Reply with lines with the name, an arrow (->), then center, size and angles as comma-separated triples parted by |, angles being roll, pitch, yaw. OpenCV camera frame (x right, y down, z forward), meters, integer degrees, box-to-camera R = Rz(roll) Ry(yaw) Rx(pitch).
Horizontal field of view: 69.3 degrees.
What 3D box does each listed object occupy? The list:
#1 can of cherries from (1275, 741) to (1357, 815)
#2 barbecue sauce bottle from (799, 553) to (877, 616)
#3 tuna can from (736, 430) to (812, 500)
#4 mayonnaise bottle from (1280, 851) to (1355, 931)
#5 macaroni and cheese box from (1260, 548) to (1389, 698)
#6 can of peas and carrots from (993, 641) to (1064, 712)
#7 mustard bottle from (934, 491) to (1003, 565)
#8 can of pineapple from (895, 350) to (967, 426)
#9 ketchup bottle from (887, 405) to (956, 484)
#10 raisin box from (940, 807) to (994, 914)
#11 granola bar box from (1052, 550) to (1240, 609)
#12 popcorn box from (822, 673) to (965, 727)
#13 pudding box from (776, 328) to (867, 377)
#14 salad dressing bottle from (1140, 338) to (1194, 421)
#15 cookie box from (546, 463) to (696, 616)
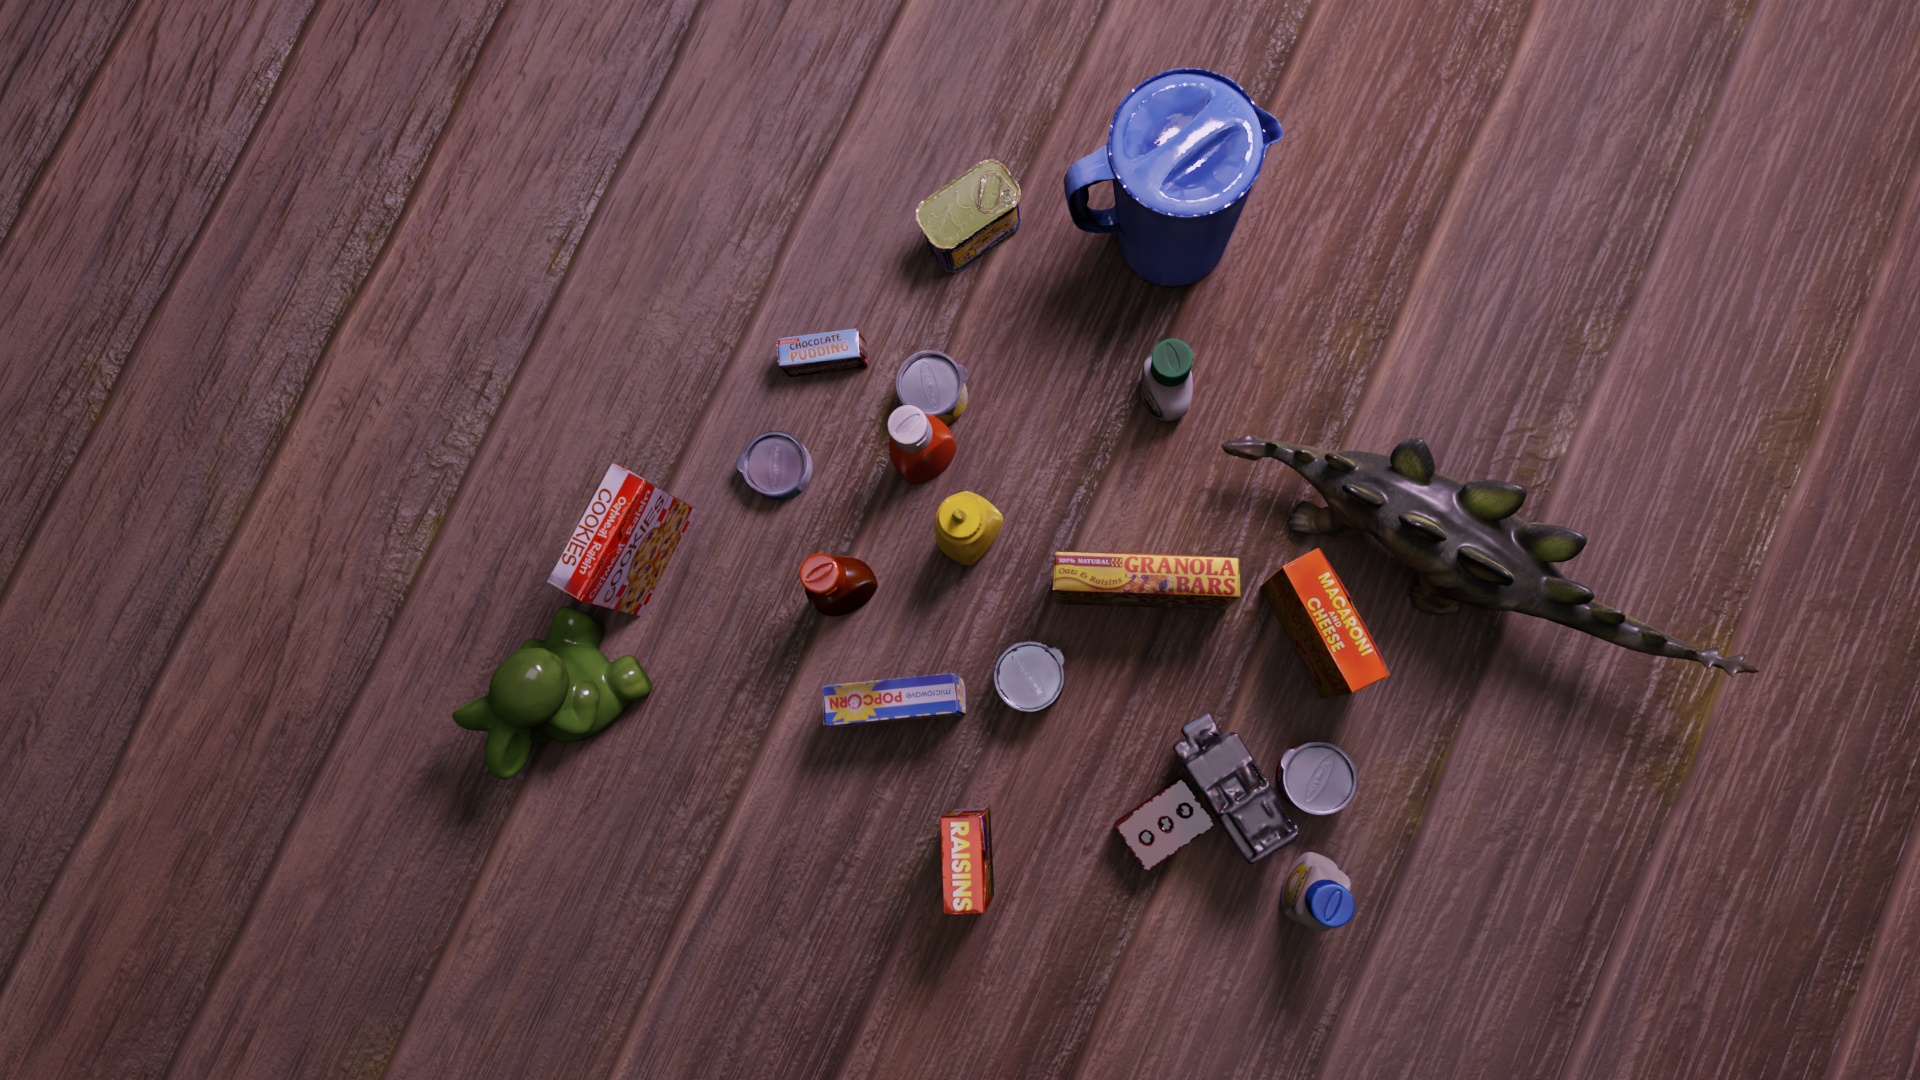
can of cherries -> 0.326, 0.217, 1.282 | 0.071, 0.058, 0.071 | -1, 81, 5
barbecue sauce bottle -> -0.118, 0.040, 1.304 | 0.065, 0.148, 0.044 | -31, 80, 0
tuna can -> -0.185, -0.074, 1.386 | 0.071, 0.033, 0.071 | -1, 81, 5
mayonnaise bottle -> 0.315, 0.312, 1.223 | 0.041, 0.148, 0.065 | 25, 85, 8
macaroni and cheese box -> 0.324, 0.077, 1.249 | 0.040, 0.166, 0.124 | -27, 80, 1
can of peas and carrots -> 0.068, 0.129, 1.319 | 0.071, 0.058, 0.071 | -1, 81, 5
mustard bottle -> 0.005, -0.016, 1.295 | 0.049, 0.160, 0.065 | 34, 86, 9
can of pineapple -> -0.026, -0.148, 1.370 | 0.071, 0.058, 0.071 | -1, 81, 5
ketchup bottle -> -0.040, -0.093, 1.317 | 0.065, 0.148, 0.043 | -40, 80, -1
raisin box -> 0.007, 0.290, 1.266 | 0.040, 0.123, 0.086 | -2, 82, 5
granola bar box -> 0.170, 0.037, 1.290 | 0.165, 0.124, 0.039 | 2, 82, 6
popcorn box -> -0.061, 0.152, 1.313 | 0.127, 0.085, 0.038 | -6, 81, 4
pudding box -> -0.138, -0.188, 1.391 | 0.084, 0.049, 0.030 | -6, 81, 4
salad dressing bottle -> 0.195, -0.153, 1.305 | 0.044, 0.147, 0.064 | -18, 81, 3
cookie box -> -0.316, 0.004, 1.317 | 0.040, 0.167, 0.123 | 26, 85, 8
